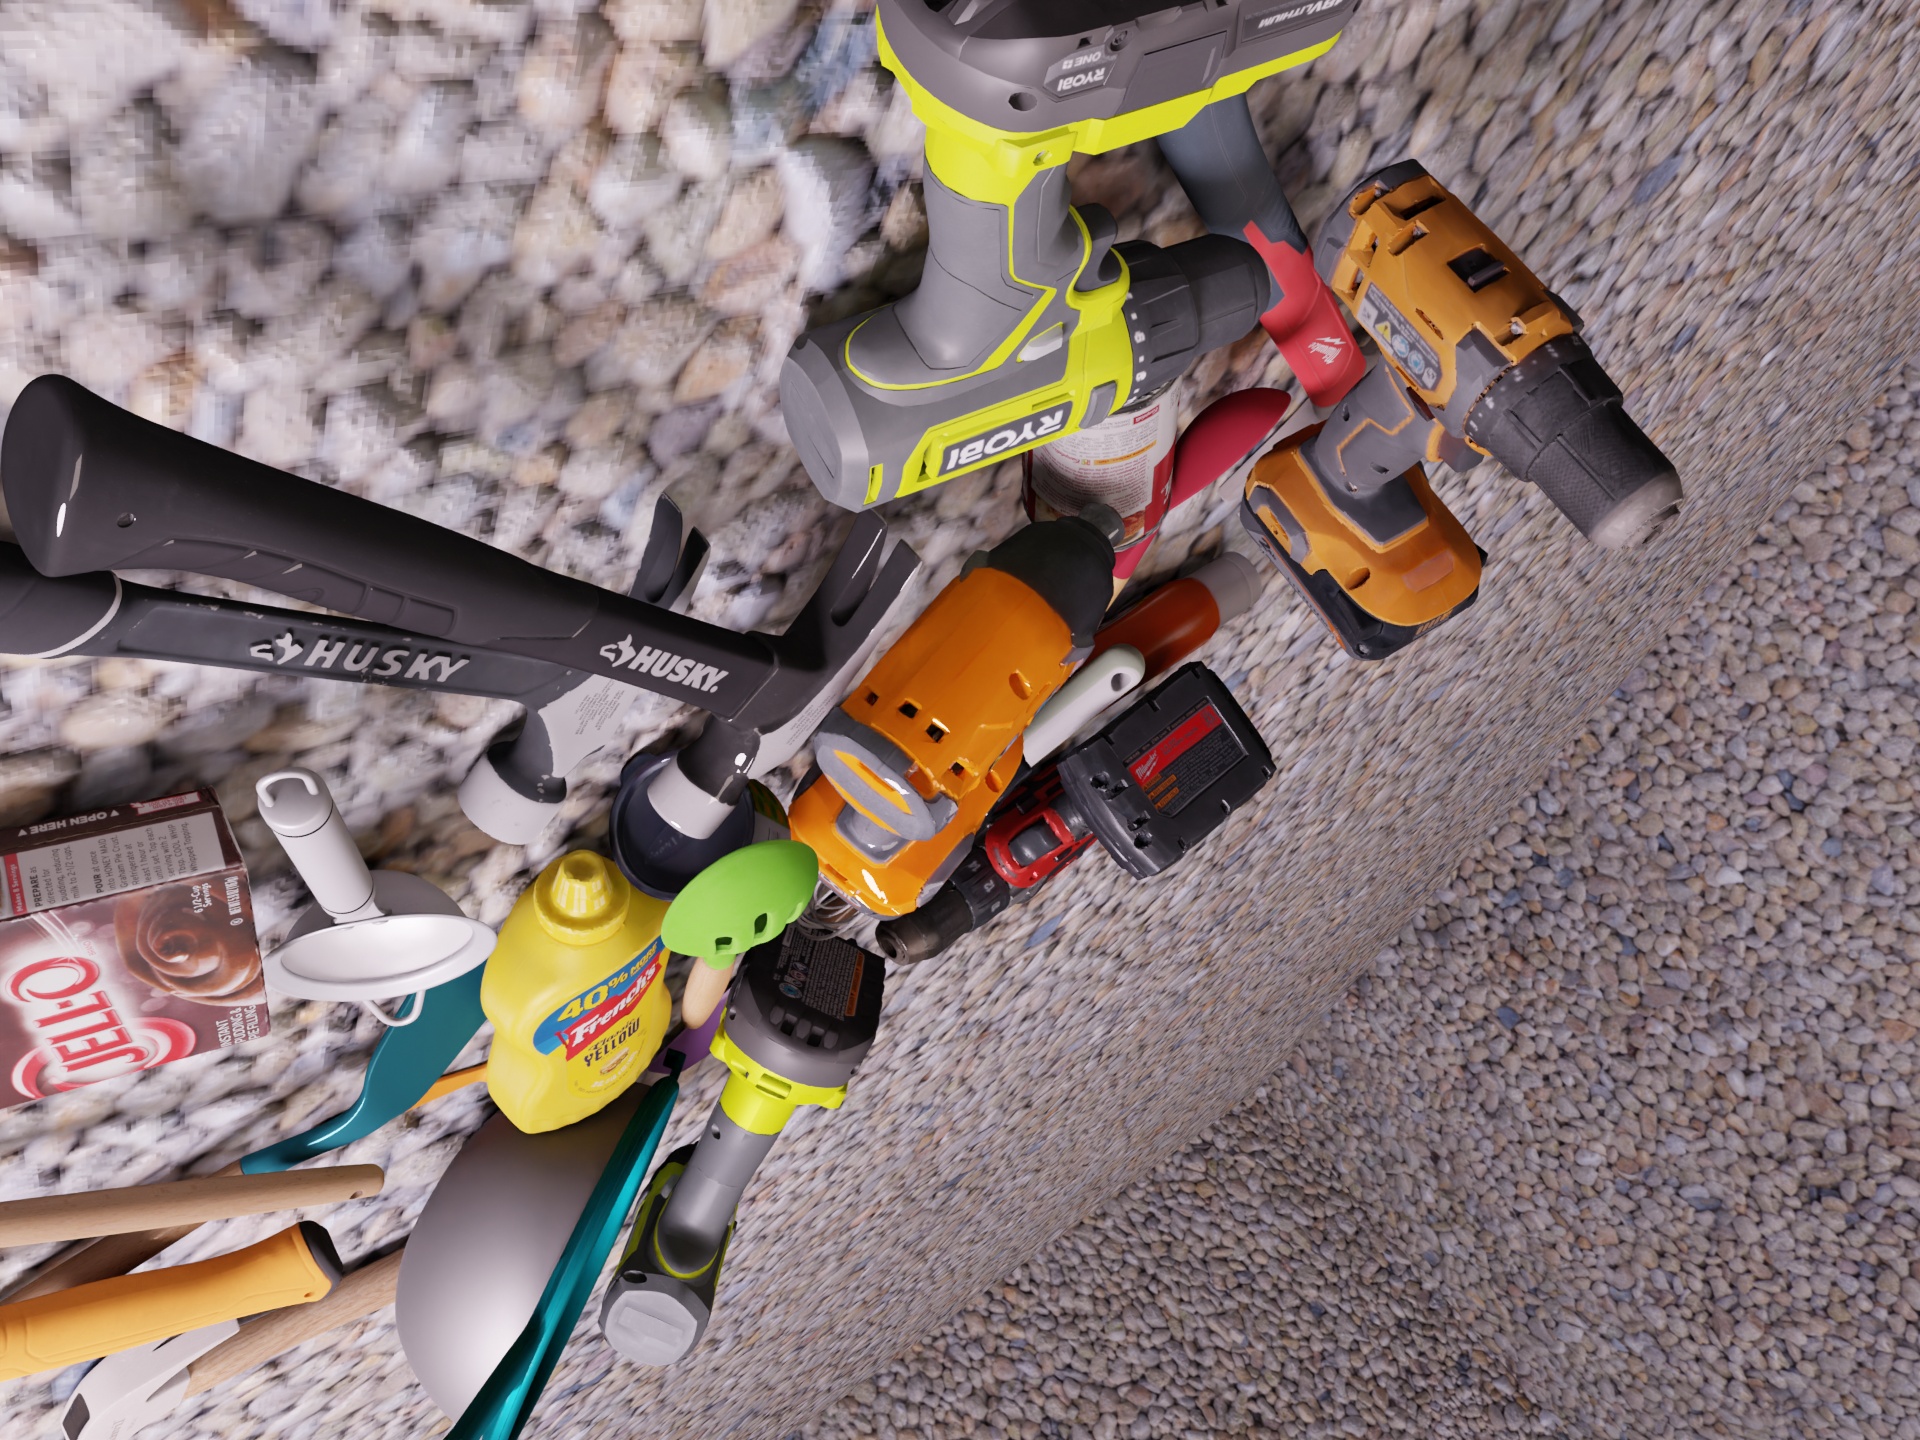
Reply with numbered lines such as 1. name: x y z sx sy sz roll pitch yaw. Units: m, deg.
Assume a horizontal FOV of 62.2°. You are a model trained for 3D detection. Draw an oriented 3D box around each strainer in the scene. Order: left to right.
1. strainer: -0.210 0.058 0.550 0.087 0.050 0.258 -9 162 -16
2. strainer: -0.237 0.276 0.779 0.340 0.095 0.211 -63 177 -86

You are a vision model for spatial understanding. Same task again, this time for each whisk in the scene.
1. whisk: 0.001 0.039 0.868 0.246 0.059 0.057 -39 130 12

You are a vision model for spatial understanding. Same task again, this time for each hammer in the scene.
1. hammer: -0.400 0.250 0.602 0.336 0.034 0.127 1 132 -50
2. hammer: -0.222 -0.030 0.434 0.149 0.036 0.408 -50 156 15
3. hammer: -0.326 0.316 0.897 0.331 0.031 0.130 -13 145 -50
4. hammer: -0.128 -0.037 0.488 0.146 0.035 0.334 -48 156 11
5. hammer: 0.132 -0.191 0.717 0.143 0.038 0.386 -45 158 12

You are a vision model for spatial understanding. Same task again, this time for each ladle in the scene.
1. ladle: 0.071 -0.063 0.819 0.069 0.031 0.315 -54 180 -41

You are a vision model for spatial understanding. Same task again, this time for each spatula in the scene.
1. spatula: -0.335 0.202 0.689 0.317 0.044 0.082 -32 157 -12
2. spatula: -0.067 0.110 0.964 0.316 0.018 0.059 -43 155 6

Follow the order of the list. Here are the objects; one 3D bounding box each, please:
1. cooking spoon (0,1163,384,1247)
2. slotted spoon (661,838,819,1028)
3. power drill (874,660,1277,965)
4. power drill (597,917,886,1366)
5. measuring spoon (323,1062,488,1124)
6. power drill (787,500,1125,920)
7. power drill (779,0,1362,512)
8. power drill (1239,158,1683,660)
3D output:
1. cooking spoon: -0.354 0.185 0.584 0.068 0.017 0.318 -50 148 20
2. slotted spoon: -0.114 0.115 0.751 0.070 0.031 0.313 -22 167 -20
3. power drill: 0.056 0.065 0.930 0.188 0.080 0.226 -35 180 -32
4. power drill: -0.126 0.227 0.903 0.223 0.080 0.171 -62 -173 16
5. measuring spoon: -0.269 0.190 0.786 0.117 0.011 0.021 -14 145 -49
6. power drill: -0.001 -0.002 0.710 0.164 0.084 0.226 -49 176 -21
7. power drill: 0.042 -0.168 0.510 0.190 0.080 0.228 -23 161 -18
8. power drill: 0.217 -0.111 0.715 0.084 0.185 0.226 -30 160 -15
